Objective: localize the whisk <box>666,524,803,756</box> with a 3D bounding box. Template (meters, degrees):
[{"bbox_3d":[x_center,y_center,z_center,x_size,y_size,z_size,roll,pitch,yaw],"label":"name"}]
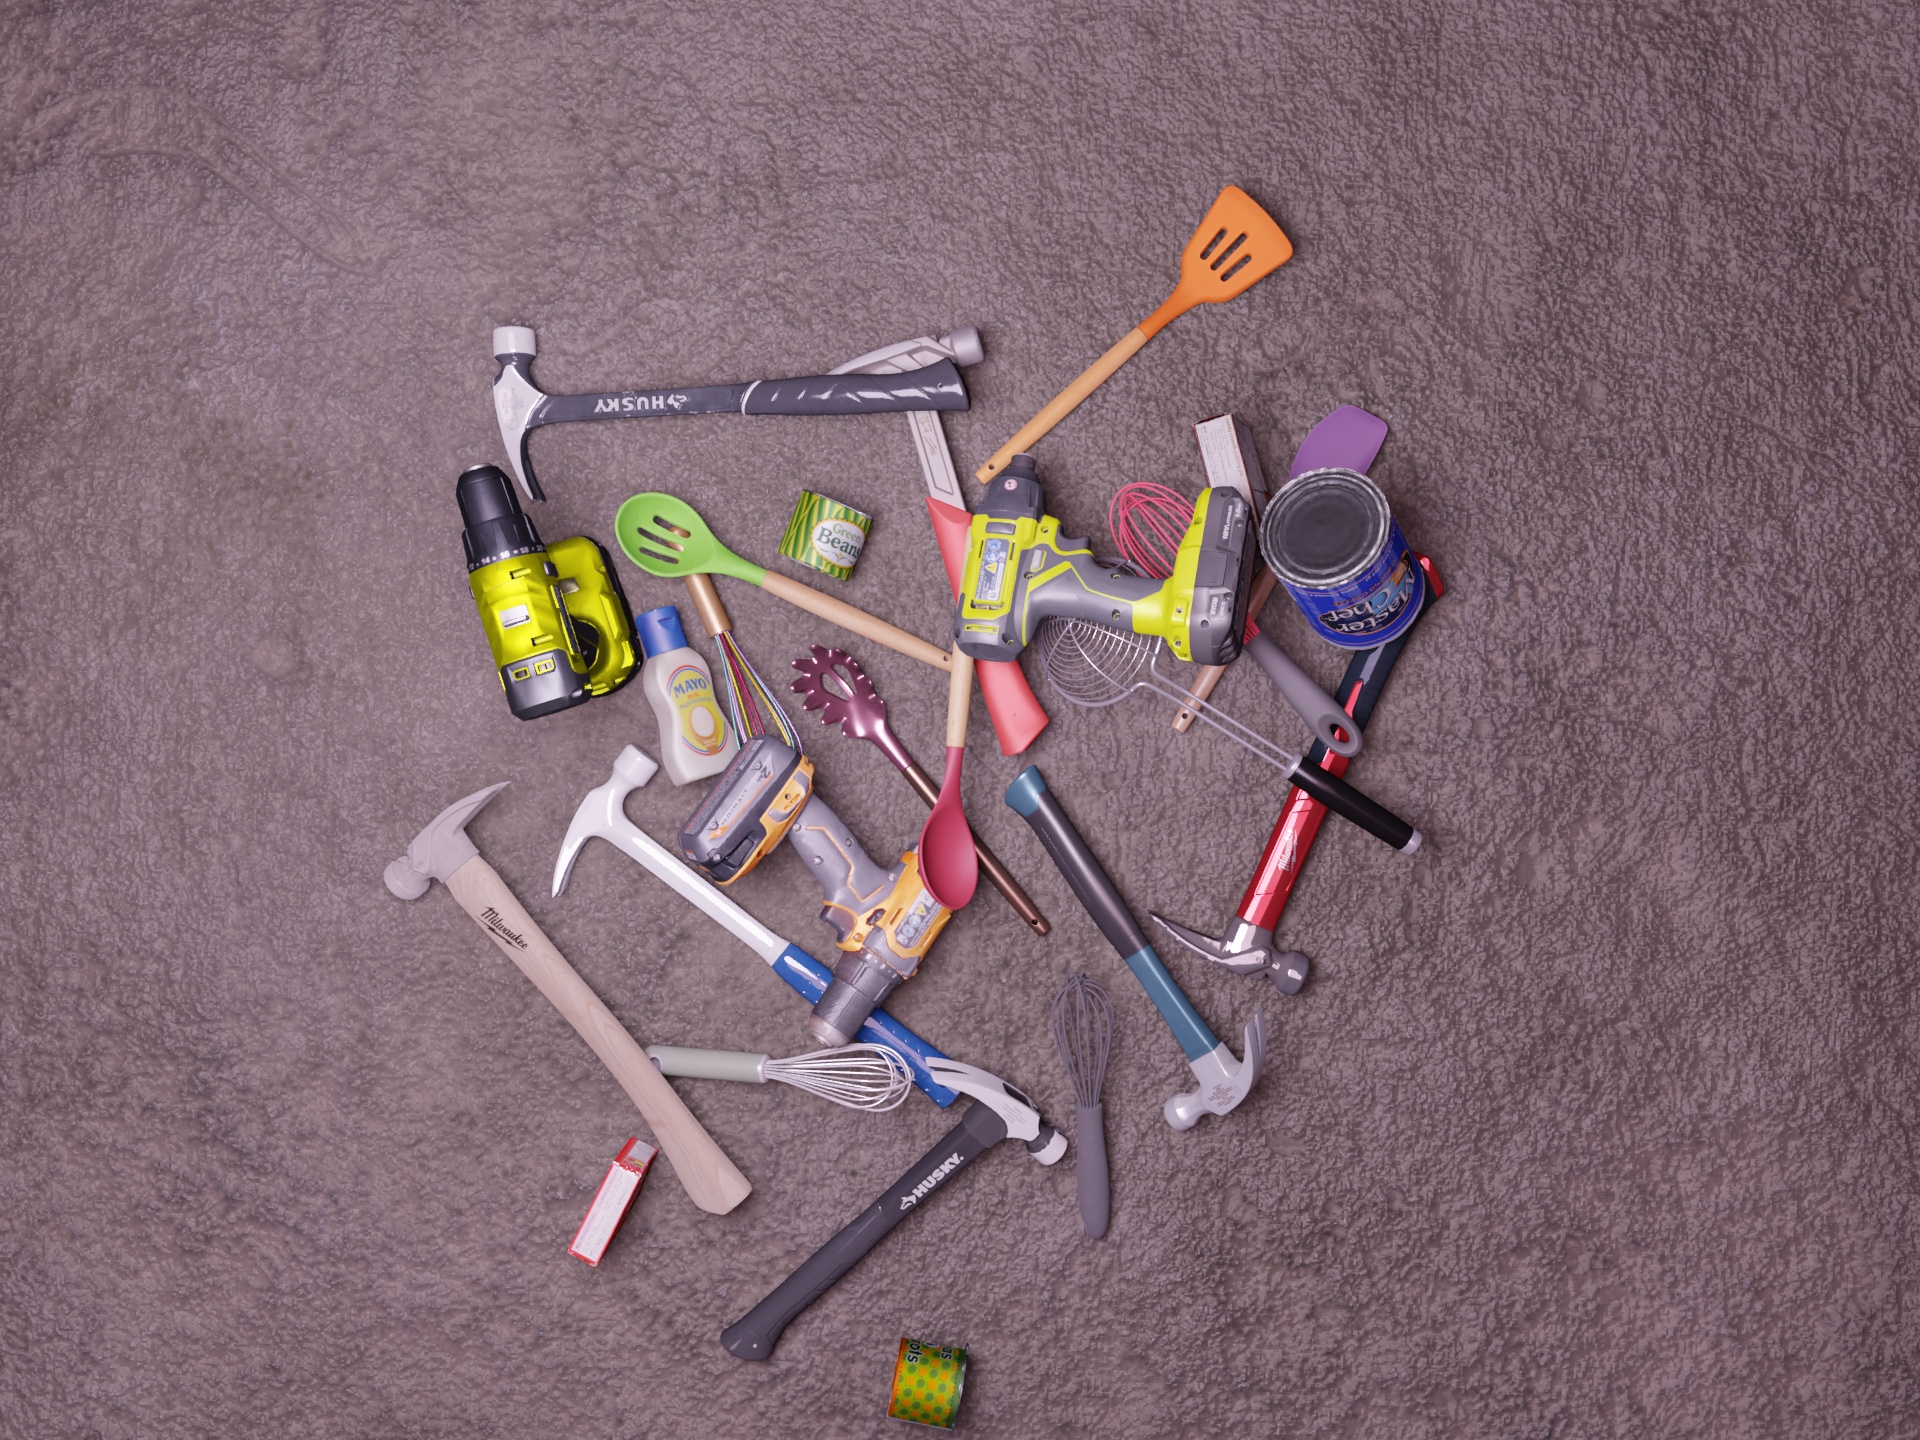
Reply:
[{"bbox_3d":[-0.198,-0.052,1.359,0.051,0.047,0.245,-24,86,-11],"label":"whisk"}]

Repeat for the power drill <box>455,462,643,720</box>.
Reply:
[{"bbox_3d":[-0.329,-0.099,1.263,0.080,0.228,0.190,-18,91,1],"label":"power drill"}]

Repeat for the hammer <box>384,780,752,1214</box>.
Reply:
[{"bbox_3d":[-0.310,0.241,1.338,0.146,0.038,0.410,-40,90,23],"label":"hammer"}]

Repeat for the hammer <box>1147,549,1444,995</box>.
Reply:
[{"bbox_3d":[0.297,0.030,1.353,0.143,0.038,0.386,24,91,2],"label":"hammer"}]

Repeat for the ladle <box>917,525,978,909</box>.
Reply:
[{"bbox_3d":[-0.002,-0.004,1.305,0.031,0.069,0.315,1,85,41],"label":"ladle"}]

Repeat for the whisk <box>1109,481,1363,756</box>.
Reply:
[{"bbox_3d":[0.231,-0.083,1.325,0.073,0.073,0.296,-42,86,1],"label":"whisk"}]

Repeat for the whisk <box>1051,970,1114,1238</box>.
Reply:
[{"bbox_3d":[0.107,0.328,1.353,0.055,0.055,0.239,-4,99,1],"label":"whisk"}]

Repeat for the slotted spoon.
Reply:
[{"bbox_3d":[-0.144,-0.108,1.348,0.313,0.031,0.070,24,72,-7],"label":"slotted spoon"}]

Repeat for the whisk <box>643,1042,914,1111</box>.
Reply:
[{"bbox_3d":[-0.157,0.293,1.340,0.246,0.059,0.058,1,101,16],"label":"whisk"}]

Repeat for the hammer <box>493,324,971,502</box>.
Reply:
[{"bbox_3d":[-0.194,-0.264,1.332,0.409,0.036,0.149,-1,93,8],"label":"hammer"}]

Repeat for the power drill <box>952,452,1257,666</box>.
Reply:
[{"bbox_3d":[0.115,-0.127,1.258,0.223,0.080,0.171,6,75,18],"label":"power drill"}]

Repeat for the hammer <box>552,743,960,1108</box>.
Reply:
[{"bbox_3d":[-0.166,0.198,1.363,0.405,0.035,0.144,38,91,0],"label":"hammer"}]

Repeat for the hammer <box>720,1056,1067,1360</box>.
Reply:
[{"bbox_3d":[-0.076,0.424,1.349,0.335,0.035,0.146,-43,114,5],"label":"hammer"}]

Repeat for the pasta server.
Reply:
[{"bbox_3d":[-0.029,0.062,1.358,0.060,0.040,0.316,-39,91,13],"label":"pasta server"}]

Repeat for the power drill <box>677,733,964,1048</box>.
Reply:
[{"bbox_3d":[-0.122,0.142,1.303,0.226,0.084,0.185,39,74,-17],"label":"power drill"}]

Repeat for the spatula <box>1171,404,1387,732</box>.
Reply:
[{"bbox_3d":[0.264,-0.129,1.360,0.060,0.018,0.316,30,91,13],"label":"spatula"}]

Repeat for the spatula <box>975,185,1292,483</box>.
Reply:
[{"bbox_3d":[0.136,-0.314,1.348,0.322,0.041,0.081,-42,87,2],"label":"spatula"}]

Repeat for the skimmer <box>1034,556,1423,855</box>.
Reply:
[{"bbox_3d":[0.225,-0.004,1.328,0.363,0.090,0.127,33,108,-1],"label":"skimmer"}]

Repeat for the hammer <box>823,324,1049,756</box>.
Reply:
[{"bbox_3d":[-0.008,-0.143,1.345,0.149,0.036,0.359,-16,90,10],"label":"hammer"}]

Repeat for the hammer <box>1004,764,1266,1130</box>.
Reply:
[{"bbox_3d":[0.140,0.184,1.341,0.128,0.033,0.331,-38,84,37],"label":"hammer"}]
